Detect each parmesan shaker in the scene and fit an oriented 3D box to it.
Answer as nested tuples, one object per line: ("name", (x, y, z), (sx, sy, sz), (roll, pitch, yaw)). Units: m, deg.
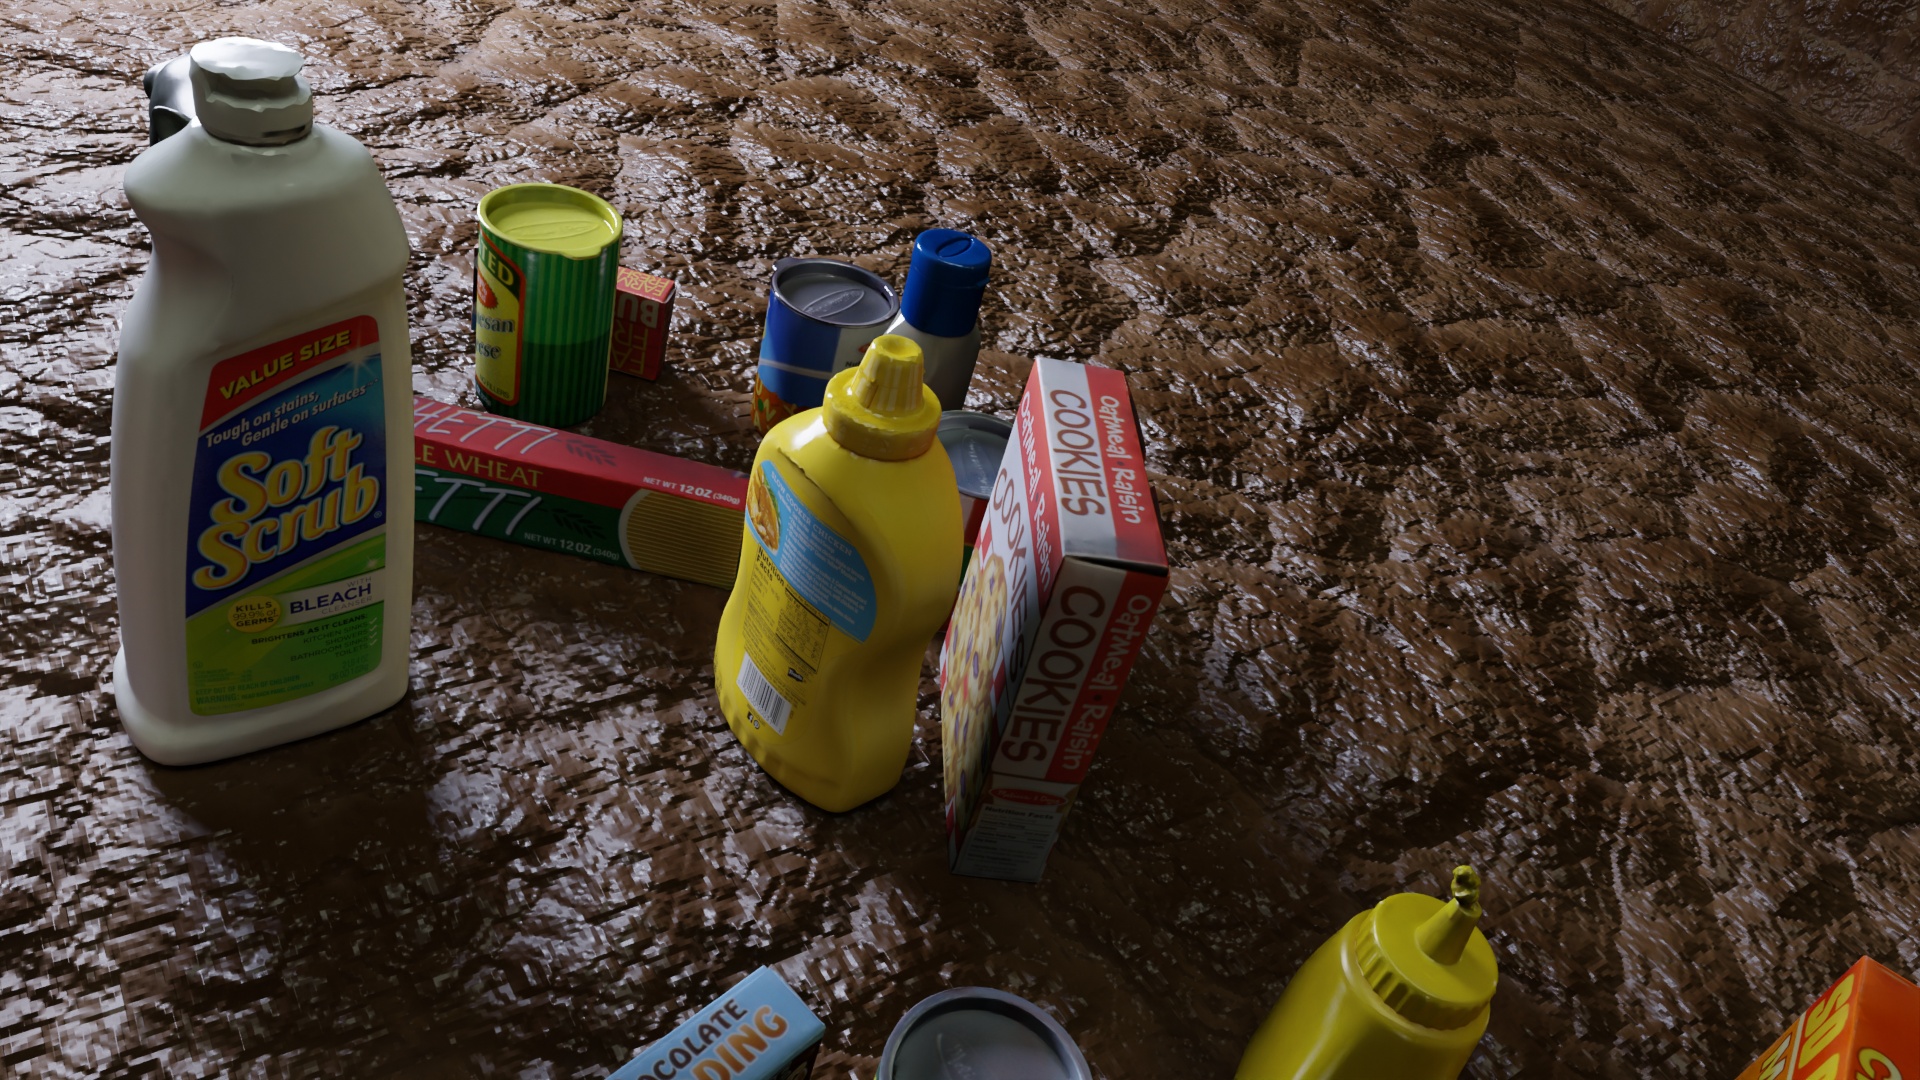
("parmesan shaker", (-0.203, -0.113, 0.684), (0.071, 0.102, 0.072), (11, 38, -8))

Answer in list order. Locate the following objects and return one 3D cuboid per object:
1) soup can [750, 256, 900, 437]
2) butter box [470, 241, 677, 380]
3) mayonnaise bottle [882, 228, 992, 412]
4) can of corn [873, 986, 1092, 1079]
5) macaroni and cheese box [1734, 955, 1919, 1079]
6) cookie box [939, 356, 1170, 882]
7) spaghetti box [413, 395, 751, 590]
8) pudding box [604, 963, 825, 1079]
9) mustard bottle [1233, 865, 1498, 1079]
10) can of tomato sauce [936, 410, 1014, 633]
("soup can", (-0.074, -0.097, 0.729), (0.071, 0.083, 0.072), (11, 38, -8))
("butter box", (-0.205, -0.124, 0.739), (0.103, 0.052, 0.024), (16, 37, -2))
("mayonnaise bottle", (-0.020, -0.078, 0.673), (0.041, 0.147, 0.065), (30, 39, 17))
("can of corn", (0.000, 0.184, 0.427), (0.071, 0.058, 0.071), (11, 38, -8))
("macaroni and cheese box", (0.213, 0.211, 0.386), (0.040, 0.165, 0.124), (33, 40, 20))
("cookie box", (0.031, 0.031, 0.540), (0.040, 0.166, 0.123), (9, 38, -10))
("spaghetti box", (-0.217, -0.030, 0.619), (0.250, 0.049, 0.029), (13, 37, -5))
("pudding box", (-0.083, 0.171, 0.418), (0.030, 0.049, 0.084), (38, 42, 25))
("mustard bottle", (0.125, 0.155, 0.428), (0.049, 0.159, 0.066), (19, 37, 3))
("can of tomato sauce", (0.002, -0.008, 0.648), (0.071, 0.082, 0.071), (11, 38, -8))
